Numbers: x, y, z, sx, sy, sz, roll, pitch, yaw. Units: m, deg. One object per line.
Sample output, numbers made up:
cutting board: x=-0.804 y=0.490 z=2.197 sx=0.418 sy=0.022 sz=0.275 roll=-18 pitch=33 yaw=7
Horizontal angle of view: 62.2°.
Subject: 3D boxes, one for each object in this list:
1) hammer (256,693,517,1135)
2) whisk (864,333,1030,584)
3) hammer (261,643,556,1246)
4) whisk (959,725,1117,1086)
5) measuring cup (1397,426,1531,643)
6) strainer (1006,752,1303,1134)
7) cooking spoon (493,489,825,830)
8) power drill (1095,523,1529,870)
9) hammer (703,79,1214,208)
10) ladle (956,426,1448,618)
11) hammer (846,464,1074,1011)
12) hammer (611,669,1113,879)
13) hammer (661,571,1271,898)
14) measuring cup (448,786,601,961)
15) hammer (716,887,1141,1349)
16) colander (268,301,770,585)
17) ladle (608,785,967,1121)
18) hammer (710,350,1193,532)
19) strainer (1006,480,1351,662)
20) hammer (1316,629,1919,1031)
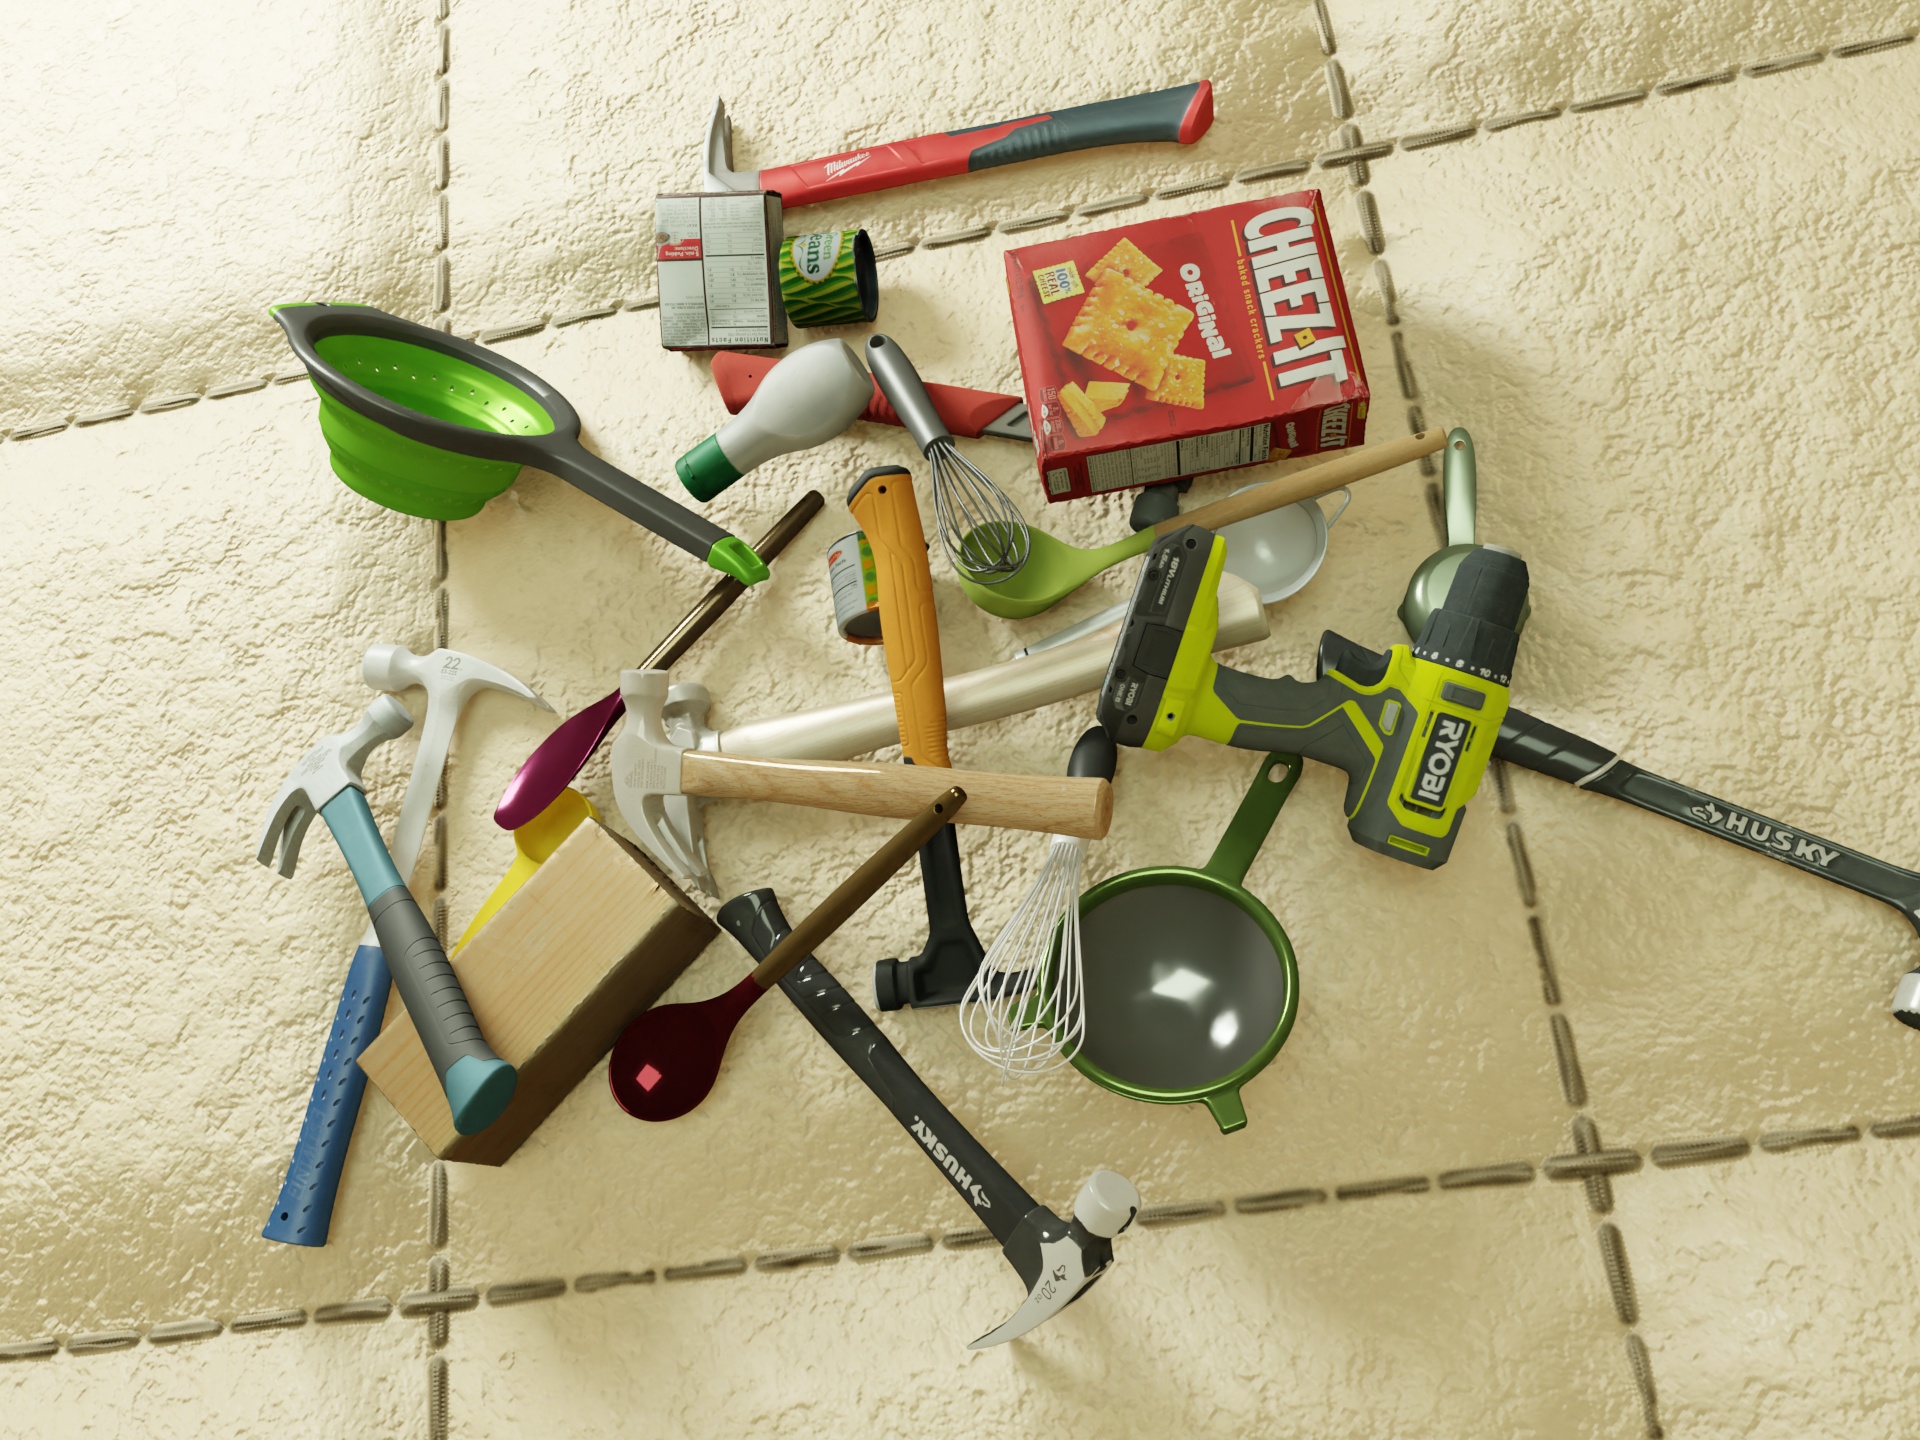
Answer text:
hammer: x=-0.352 y=0.122 z=0.994 sx=0.128 sy=0.033 sz=0.331 roll=-40 pitch=52 yaw=-2
whisk: x=-0.017 y=-0.179 z=1.056 sx=0.055 sy=0.055 sz=0.239 roll=-28 pitch=56 yaw=1
hammer: x=-0.386 y=0.144 z=1.075 sx=0.144 sy=0.035 sz=0.406 roll=6 pitch=73 yaw=13
whisk: x=0.057 y=0.096 z=0.934 sx=0.070 sy=0.070 sz=0.285 roll=6 pitch=40 yaw=13
measuring cup: x=0.323 y=-0.119 z=1.019 sx=0.083 sy=0.038 sz=0.168 roll=0 pitch=74 yaw=11
strainer: x=0.149 y=0.127 z=0.967 sx=0.151 sy=0.069 sz=0.256 roll=21 pitch=59 yaw=23
cooking spoon: x=-0.202 y=-0.045 z=1.093 sx=0.319 sy=0.017 sz=0.069 roll=-49 pitch=35 yaw=-14
power drill: x=0.211 y=-0.035 z=0.939 sx=0.228 sy=0.080 sz=0.190 roll=18 pitch=95 yaw=2
hammer: x=-0.005 y=-0.440 z=1.196 sx=0.386 sy=0.038 sz=0.143 roll=-8 pitch=68 yaw=9
ladle: x=0.146 y=-0.135 z=1.012 sx=0.320 sy=0.062 sz=0.078 roll=-17 pitch=44 yaw=22
hammer: x=-0.015 y=0.009 z=0.986 sx=0.127 sy=0.034 sz=0.337 roll=-9 pitch=91 yaw=8
hammer: x=-0.069 y=0.043 z=0.966 sx=0.331 sy=0.031 sz=0.130 roll=4 pitch=94 yaw=23
hammer: x=-0.002 y=-0.003 z=1.028 sx=0.410 sy=0.038 sz=0.146 roll=-16 pitch=70 yaw=11
measuring cup: x=-0.297 y=0.116 z=1.072 sx=0.062 sy=0.029 sz=0.156 roll=30 pitch=82 yaw=19
hammer: x=-0.042 y=0.221 z=0.958 sx=0.335 sy=0.035 sz=0.146 roll=43 pitch=120 yaw=29
colander: x=-0.315 y=-0.166 z=1.124 sx=0.397 sy=0.204 sz=0.094 roll=30 pitch=113 yaw=11
ladle: x=-0.106 y=0.141 z=0.965 sx=0.315 sy=0.031 sz=0.069 roll=-43 pitch=75 yaw=22
hammer: x=-0.005 y=-0.228 z=1.125 sx=0.359 sy=0.036 sz=0.149 roll=12 pitch=74 yaw=15
strainer: x=0.138 y=-0.083 z=1.046 sx=0.258 sy=0.050 sz=0.087 roll=-25 pitch=63 yaw=8
hammer: x=0.405 y=0.033 z=0.954 sx=0.409 sy=0.036 sz=0.149 roll=24 pitch=77 yaw=18
